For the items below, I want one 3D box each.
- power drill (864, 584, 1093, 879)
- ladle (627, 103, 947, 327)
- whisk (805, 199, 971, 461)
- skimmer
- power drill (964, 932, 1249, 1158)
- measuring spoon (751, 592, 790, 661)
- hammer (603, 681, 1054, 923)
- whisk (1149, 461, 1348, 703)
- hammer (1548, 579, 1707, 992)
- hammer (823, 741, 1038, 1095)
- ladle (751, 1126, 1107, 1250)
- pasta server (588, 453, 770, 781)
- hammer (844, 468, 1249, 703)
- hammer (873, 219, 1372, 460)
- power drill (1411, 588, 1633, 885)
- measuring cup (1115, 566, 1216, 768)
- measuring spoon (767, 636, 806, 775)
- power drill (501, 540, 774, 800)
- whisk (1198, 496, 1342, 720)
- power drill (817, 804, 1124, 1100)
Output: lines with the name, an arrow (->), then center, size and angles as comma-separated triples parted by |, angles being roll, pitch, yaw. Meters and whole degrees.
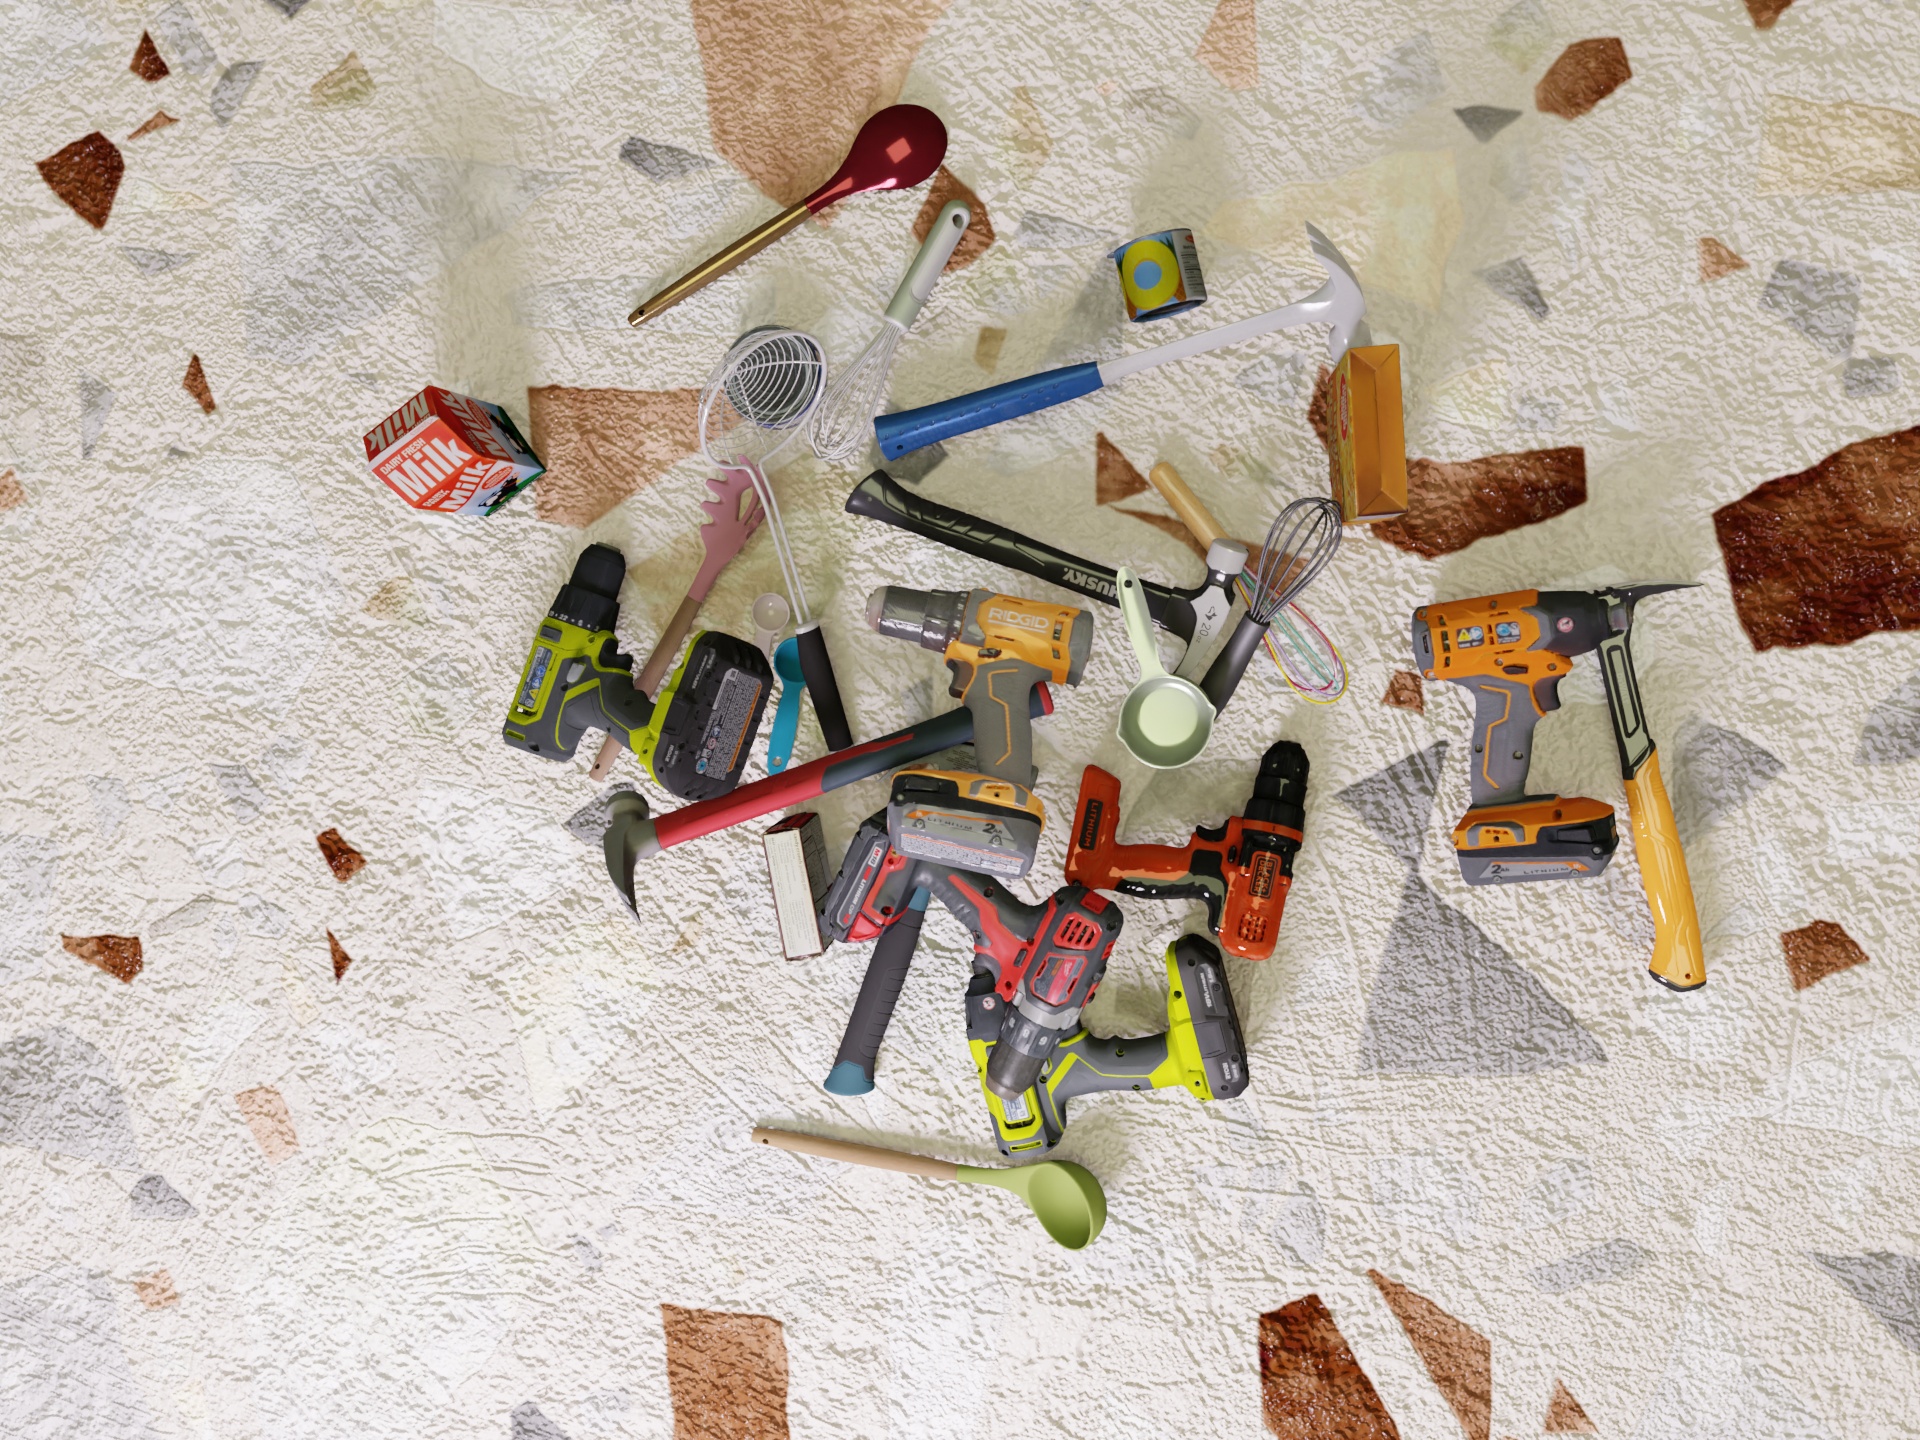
power drill -> -0.002, -0.004, 1.258 | 0.185, 0.084, 0.226 | 12, 66, 2
ladle -> -0.151, -0.421, 1.346 | 0.315, 0.031, 0.069 | -30, 90, 10
whisk -> -0.058, -0.326, 1.332 | 0.057, 0.059, 0.246 | 28, 94, -34
skimmer -> -0.125, -0.133, 1.299 | 0.090, 0.127, 0.363 | 5, 116, 47
power drill -> 0.119, 0.262, 1.341 | 0.223, 0.080, 0.171 | -15, 91, 11
measuring spoon -> -0.175, -0.052, 1.385 | 0.034, 0.018, 0.124 | 18, 103, 6
hammer -> -0.104, 0.051, 1.304 | 0.386, 0.143, 0.038 | -20, 124, -3
whisk -> 0.236, -0.113, 1.314 | 0.047, 0.051, 0.245 | -39, 86, 14
hammer -> 0.564, 0.054, 1.290 | 0.127, 0.034, 0.337 | -12, 93, 9
hammer -> -0.046, 0.173, 1.374 | 0.128, 0.033, 0.331 | 20, 97, 4
ladle -> -0.031, 0.395, 1.379 | 0.320, 0.062, 0.078 | 8, 113, 9
pasta server -> -0.248, -0.083, 1.377 | 0.060, 0.040, 0.316 | 35, 100, 25
hammer -> 0.060, -0.131, 1.328 | 0.335, 0.035, 0.146 | 21, 112, 9
hammer -> 0.122, -0.288, 1.286 | 0.405, 0.143, 0.035 | -14, 59, 14
power drill -> 0.456, 0.009, 1.257 | 0.164, 0.084, 0.226 | -9, 92, 29
measuring cup -> 0.156, -0.044, 1.290 | 0.083, 0.038, 0.167 | -15, 94, 14
measuring spoon -> -0.151, -0.013, 1.383 | 0.042, 0.021, 0.128 | 9, 105, -15
power drill -> -0.271, -0.041, 1.330 | 0.229, 0.080, 0.190 | 18, 87, 33
whisk -> 0.237, -0.080, 1.277 | 0.055, 0.055, 0.238 | 28, 123, 4
power drill -> 0.001, 0.187, 1.297 | 0.227, 0.080, 0.188 | 27, 105, 11
